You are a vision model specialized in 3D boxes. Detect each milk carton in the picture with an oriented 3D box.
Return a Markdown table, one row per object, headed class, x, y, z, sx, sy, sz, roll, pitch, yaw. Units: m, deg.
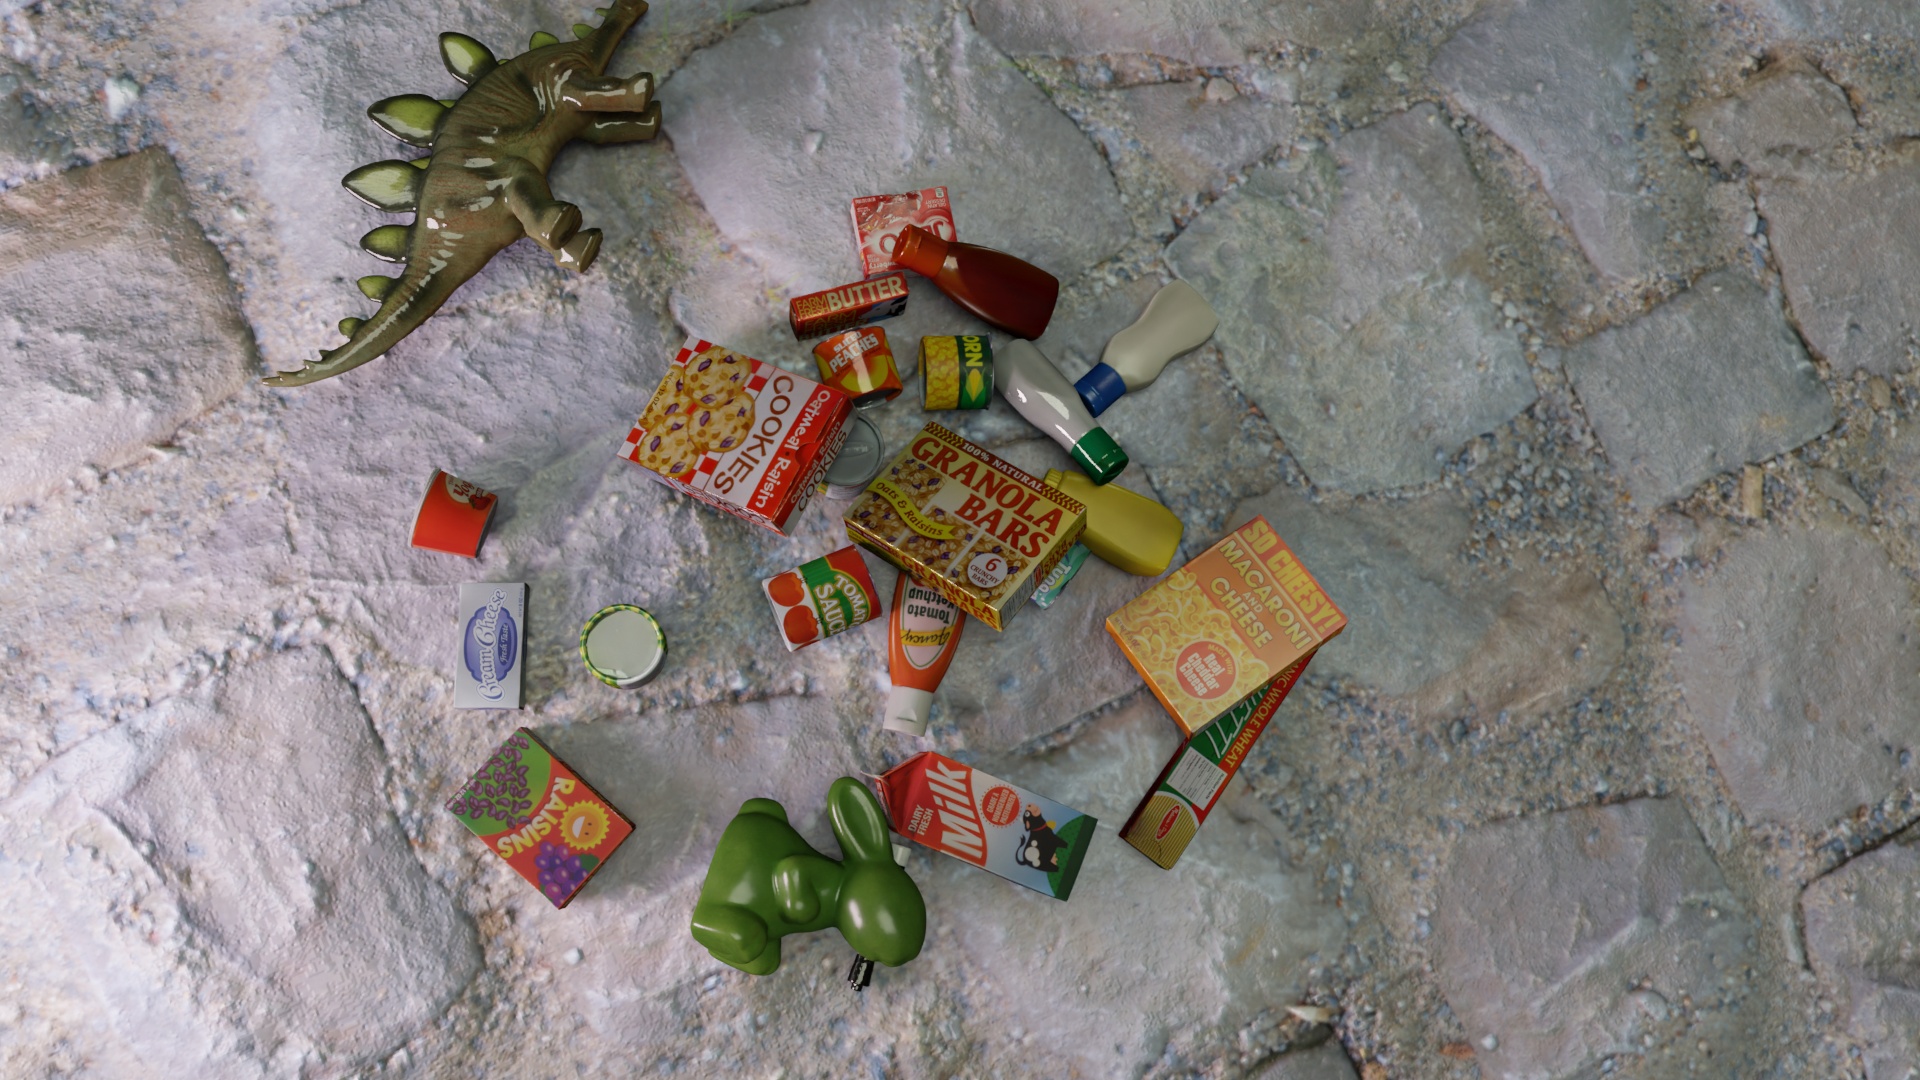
| class | x | y | z | sx | sy | sz | roll | pitch | yaw |
| --- | --- | --- | --- | --- | --- | --- | --- | --- | --- |
| milk carton | 0.007 | 0.227 | 1.144 | 0.191 | 0.072 | 0.073 | 23 | 78 | -4 |

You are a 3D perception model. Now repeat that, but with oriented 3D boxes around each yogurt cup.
| class | x | y | z | sx | sy | sz | roll | pitch | yaw |
| --- | --- | --- | --- | --- | --- | --- | --- | --- | --- |
| yogurt cup | -0.411 | -0.019 | 1.130 | 0.054 | 0.072 | 0.072 | 19 | 78 | -13 |

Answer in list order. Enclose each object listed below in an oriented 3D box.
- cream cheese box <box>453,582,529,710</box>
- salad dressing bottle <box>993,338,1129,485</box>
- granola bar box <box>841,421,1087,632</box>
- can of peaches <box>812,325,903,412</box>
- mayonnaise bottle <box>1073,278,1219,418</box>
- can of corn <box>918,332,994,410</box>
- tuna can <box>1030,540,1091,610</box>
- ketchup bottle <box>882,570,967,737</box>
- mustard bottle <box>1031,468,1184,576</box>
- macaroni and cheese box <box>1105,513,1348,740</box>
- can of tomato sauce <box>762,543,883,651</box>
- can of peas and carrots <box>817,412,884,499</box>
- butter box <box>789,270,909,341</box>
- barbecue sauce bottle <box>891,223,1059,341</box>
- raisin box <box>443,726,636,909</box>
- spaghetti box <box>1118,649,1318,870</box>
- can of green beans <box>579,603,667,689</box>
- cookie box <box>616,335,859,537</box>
| class | x | y | z | sx | sy | sz | roll | pitch | yaw |
| --- | --- | --- | --- | --- | --- | --- | --- | --- | --- |
| cream cheese box | -0.383 | 0.087 | 1.134 | 0.053 | 0.024 | 0.104 | 0 | 79 | -7 |
| salad dressing bottle | 0.086 | -0.111 | 1.212 | 0.064 | 0.043 | 0.148 | -17 | 60 | -49 |
| granola bar box | 0.004 | -0.015 | 1.164 | 0.166 | 0.039 | 0.125 | 31 | 65 | 24 |
| can of peaches | -0.088 | -0.147 | 1.199 | 0.071 | 0.071 | 0.058 | -17 | 84 | -11 |
| mayonnaise bottle | 0.163 | -0.170 | 1.259 | 0.148 | 0.041 | 0.065 | -41 | 87 | -12 |
| can of corn | -0.004 | -0.149 | 1.213 | 0.058 | 0.071 | 0.071 | -2 | 80 | -8 |
| tuna can | 0.080 | 0.025 | 1.194 | 0.033 | 0.071 | 0.071 | 38 | 77 | 1 |
| ketchup bottle | -0.033 | 0.090 | 1.178 | 0.065 | 0.043 | 0.149 | 12 | 79 | -2 |
| mustard bottle | 0.114 | -0.026 | 1.220 | 0.160 | 0.048 | 0.065 | 27 | 71 | -2 |
| macaroni and cheese box | 0.229 | 0.074 | 1.203 | 0.167 | 0.040 | 0.124 | -34 | 72 | -7 |
| can of tomato sauce | -0.115 | 0.049 | 1.160 | 0.083 | 0.071 | 0.071 | -22 | 84 | -11 |
| can of peas and carrots | -0.101 | -0.075 | 1.190 | 0.071 | 0.058 | 0.071 | 2 | 79 | -8 |
| butter box | -0.098 | -0.205 | 1.217 | 0.104 | 0.053 | 0.024 | -16 | 81 | -11 |
| barbecue sauce bottle | 0.013 | -0.232 | 1.223 | 0.148 | 0.043 | 0.065 | 22 | 80 | -22 |
| raisin box | -0.334 | 0.221 | 1.109 | 0.123 | 0.040 | 0.086 | 41 | 76 | 2 |
| spaghetti box | 0.229 | 0.171 | 1.211 | 0.050 | 0.028 | 0.250 | 37 | 76 | 0 |
| can of green beans | -0.274 | 0.087 | 1.134 | 0.071 | 0.057 | 0.071 | 2 | 80 | -8 |
| cookie box | -0.185 | -0.089 | 1.152 | 0.167 | 0.040 | 0.123 | 22 | 75 | 24 |
